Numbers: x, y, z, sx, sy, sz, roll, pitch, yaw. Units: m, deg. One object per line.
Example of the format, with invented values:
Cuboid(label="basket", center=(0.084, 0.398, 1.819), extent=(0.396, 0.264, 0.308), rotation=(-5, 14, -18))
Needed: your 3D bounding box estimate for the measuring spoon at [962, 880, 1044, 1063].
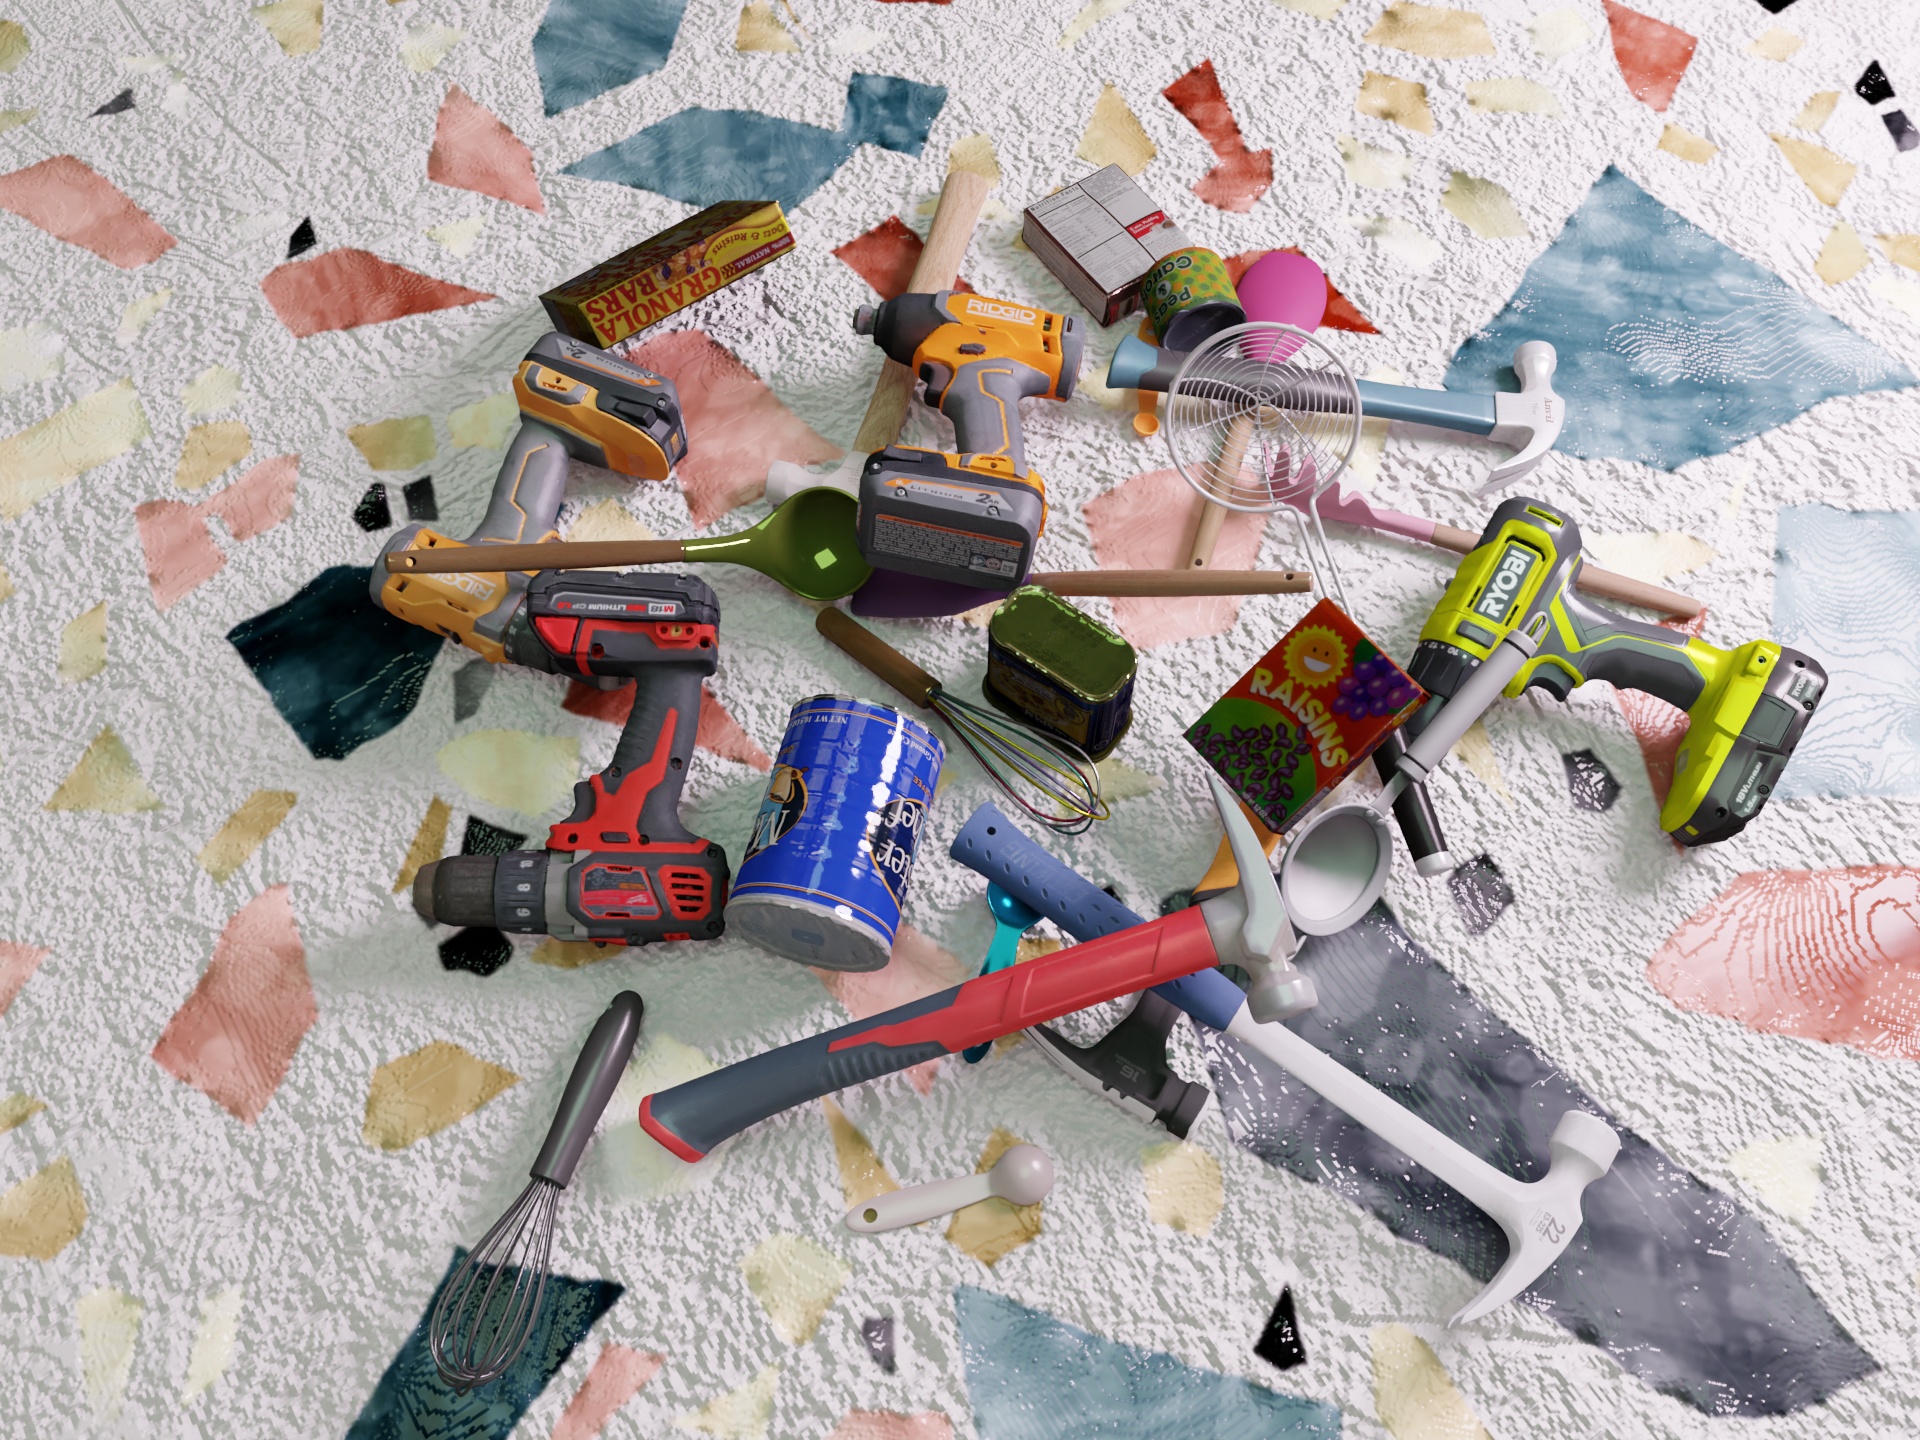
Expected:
Cuboid(label="measuring spoon", center=(0.025, 0.150, 0.980), extent=(0.042, 0.021, 0.129), rotation=(16, 73, 7))

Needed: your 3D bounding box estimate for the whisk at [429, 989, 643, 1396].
Cuboid(label="whisk", center=(-0.235, 0.262, 0.908), extent=(0.055, 0.055, 0.239), rotation=(16, 59, 8))

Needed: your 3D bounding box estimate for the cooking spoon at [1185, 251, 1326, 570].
Cuboid(label="cooking spoon", center=(0.210, -0.228, 1.164), extent=(0.069, 0.017, 0.319), rotation=(16, 64, 9))

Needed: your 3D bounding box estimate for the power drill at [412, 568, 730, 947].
Cuboid(label="power drill", center=(-0.234, 0.026, 0.981), extent=(0.188, 0.080, 0.227), rotation=(1, 80, -6))

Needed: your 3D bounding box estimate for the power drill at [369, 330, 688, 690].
Cuboid(label="power drill", center=(-0.267, -0.137, 1.090), extent=(0.185, 0.084, 0.226), rotation=(24, 70, 7))

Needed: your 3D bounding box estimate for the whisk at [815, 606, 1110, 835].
Cuboid(label="whisk", center=(-0.001, -0.003, 1.045), extent=(0.245, 0.051, 0.047), rotation=(36, 48, 21))

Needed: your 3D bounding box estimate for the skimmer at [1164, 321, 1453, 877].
Cuboid(label="skimmer", center=(0.232, -0.078, 1.006), extent=(0.127, 0.090, 0.363), rotation=(-22, 71, 20))

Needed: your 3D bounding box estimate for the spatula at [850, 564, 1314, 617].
Cuboid(label="spatula", center=(0.073, -0.092, 1.049), extent=(0.316, 0.018, 0.060), rotation=(2, 62, 22))

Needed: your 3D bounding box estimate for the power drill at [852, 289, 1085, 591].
Cuboid(label="power drill", center=(-0.008, -0.204, 1.077), extent=(0.164, 0.084, 0.227), rotation=(11, 54, 0))

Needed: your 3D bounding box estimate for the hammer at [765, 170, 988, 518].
Cuboid(label="hammer", center=(-0.034, -0.284, 1.187), extent=(0.130, 0.031, 0.331), rotation=(13, 64, 7))

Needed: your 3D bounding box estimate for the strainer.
Cuboid(label="strainer", center=(0.265, 0.035, 0.954), extent=(0.258, 0.086, 0.050), rotation=(-50, 34, 3))

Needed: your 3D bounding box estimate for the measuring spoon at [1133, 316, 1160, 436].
Cuboid(label="measuring spoon", center=(0.140, -0.256, 1.186), extent=(0.021, 0.011, 0.117), rotation=(9, 60, -4))

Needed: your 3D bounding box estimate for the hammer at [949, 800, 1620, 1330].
Cuboid(label="hammer", center=(0.164, 0.179, 0.914), extent=(0.406, 0.035, 0.144), rotation=(34, 68, 14))

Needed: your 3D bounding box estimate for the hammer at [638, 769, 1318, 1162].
Cuboid(label="hammer", center=(-0.005, 0.155, 0.906), extent=(0.386, 0.038, 0.143), rotation=(-20, 72, 7))

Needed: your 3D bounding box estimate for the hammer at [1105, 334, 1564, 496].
Cuboid(label="hammer", center=(0.270, -0.236, 1.146), extent=(0.331, 0.033, 0.128), rotation=(7, 63, -2))

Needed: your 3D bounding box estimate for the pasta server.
Cuboid(label="pasta server", center=(0.357, -0.130, 1.103), extent=(0.316, 0.060, 0.040), rotation=(18, 108, 7))

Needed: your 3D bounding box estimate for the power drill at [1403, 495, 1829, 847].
Cuboid(label="power drill", center=(0.403, -0.015, 1.018), extent=(0.228, 0.080, 0.190), rotation=(29, 82, 16))

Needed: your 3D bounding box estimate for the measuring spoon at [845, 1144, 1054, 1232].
Cuboid(label="measuring spoon", center=(-0.006, 0.272, 0.914), extent=(0.124, 0.018, 0.034), rotation=(-14, 64, -6))

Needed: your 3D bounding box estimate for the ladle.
Cuboid(label="ladle", center=(-0.203, -0.110, 1.029), extent=(0.320, 0.062, 0.078), rotation=(-6, 93, -27))

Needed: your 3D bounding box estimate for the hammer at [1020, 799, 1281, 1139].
Cuboid(label="hammer", center=(0.166, 0.087, 0.998), extent=(0.127, 0.034, 0.337), rotation=(29, 67, 13))
